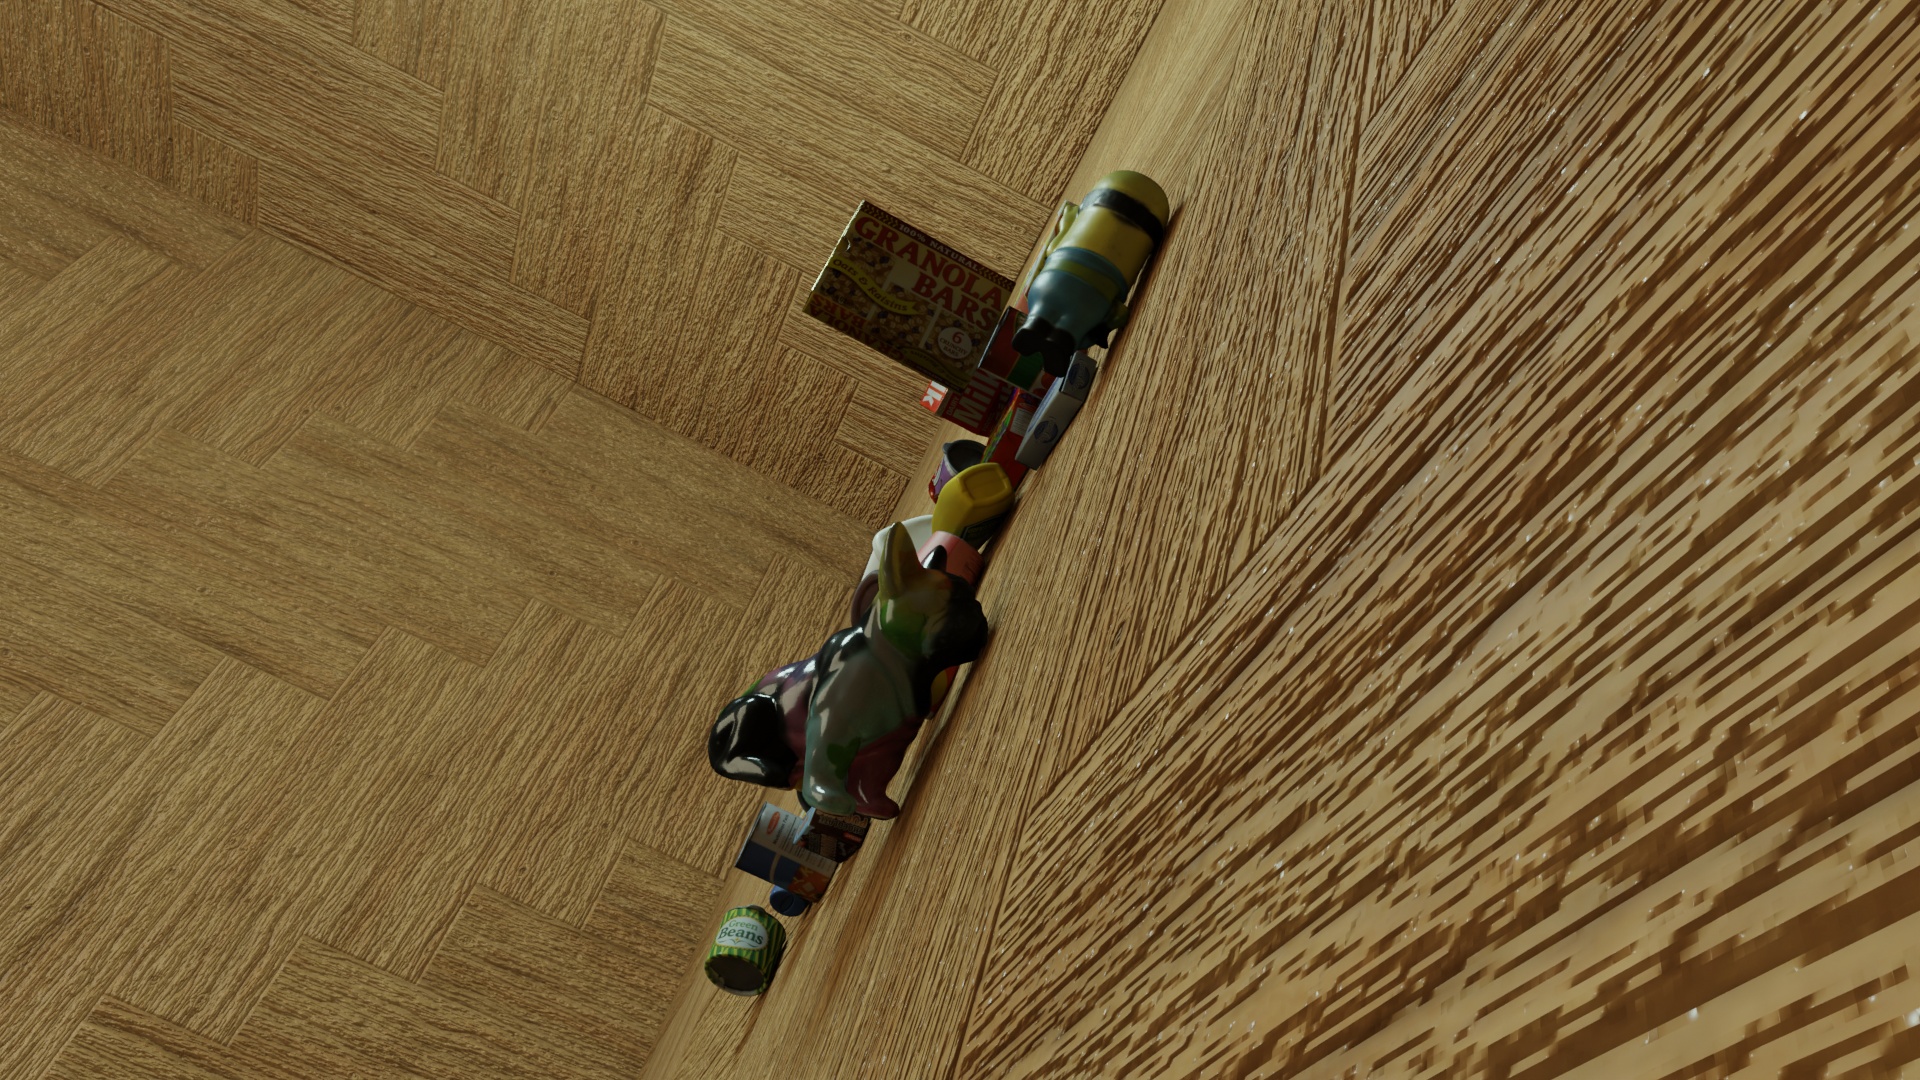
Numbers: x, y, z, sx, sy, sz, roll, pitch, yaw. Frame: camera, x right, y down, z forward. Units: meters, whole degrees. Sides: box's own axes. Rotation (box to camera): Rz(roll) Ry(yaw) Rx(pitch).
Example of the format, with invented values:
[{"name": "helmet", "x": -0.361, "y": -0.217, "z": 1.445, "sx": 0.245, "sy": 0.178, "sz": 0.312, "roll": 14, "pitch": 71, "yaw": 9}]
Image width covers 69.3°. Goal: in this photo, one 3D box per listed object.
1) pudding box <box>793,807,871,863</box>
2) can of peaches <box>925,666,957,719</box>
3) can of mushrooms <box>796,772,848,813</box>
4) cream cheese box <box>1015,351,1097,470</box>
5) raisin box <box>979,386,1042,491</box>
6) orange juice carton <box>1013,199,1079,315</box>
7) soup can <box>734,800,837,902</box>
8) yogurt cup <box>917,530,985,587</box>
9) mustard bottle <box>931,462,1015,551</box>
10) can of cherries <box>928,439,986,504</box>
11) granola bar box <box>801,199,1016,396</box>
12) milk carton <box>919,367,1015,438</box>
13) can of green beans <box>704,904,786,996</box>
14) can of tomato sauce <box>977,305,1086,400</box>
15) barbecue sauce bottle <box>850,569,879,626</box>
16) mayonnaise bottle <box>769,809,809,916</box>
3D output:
[{"name": "pudding box", "x": -0.113, "y": 0.252, "z": 1.209, "sx": 0.083, "sy": 0.050, "sz": 0.030, "roll": 126, "pitch": 168, "yaw": -62}, {"name": "can of peaches", "x": -0.037, "y": 0.103, "z": 1.132, "sx": 0.071, "sy": 0.058, "sz": 0.071, "roll": -63, "pitch": 4, "yaw": 9}, {"name": "can of mushrooms", "x": -0.123, "y": 0.229, "z": 1.311, "sx": 0.071, "sy": 0.071, "sz": 0.033, "roll": -64, "pitch": 3, "yaw": -1}, {"name": "cream cheese box", "x": 0.081, "y": -0.110, "z": 1.186, "sx": 0.103, "sy": 0.024, "sz": 0.054, "roll": -58, "pitch": 8, "yaw": 52}, {"name": "raisin box", "x": 0.055, "y": -0.103, "z": 1.341, "sx": 0.124, "sy": 0.040, "sz": 0.085, "roll": -72, "pitch": 8, "yaw": -50}, {"name": "orange juice carton", "x": 0.100, "y": -0.251, "z": 1.421, "sx": 0.194, "sy": 0.073, "sz": 0.071, "roll": -68, "pitch": 6, "yaw": -34}, {"name": "soup can", "x": -0.159, "y": 0.292, "z": 1.294, "sx": 0.071, "sy": 0.084, "sz": 0.071, "roll": -63, "pitch": 5, "yaw": 9}, {"name": "yogurt cup", "x": -0.014, "y": 0.028, "z": 1.256, "sx": 0.054, "sy": 0.072, "sz": 0.072, "roll": -57, "pitch": 3, "yaw": -17}, {"name": "mustard bottle", "x": 0.005, "y": -0.016, "z": 1.303, "sx": 0.065, "sy": 0.049, "sz": 0.159, "roll": -20, "pitch": -19, "yaw": -21}, {"name": "can of cherries", "x": 0.003, "y": -0.069, "z": 1.518, "sx": 0.058, "sy": 0.071, "sz": 0.072, "roll": -60, "pitch": 6, "yaw": 43}, {"name": "granola bar box", "x": -0.045, "y": -0.225, "z": 1.282, "sx": 0.125, "sy": 0.165, "sz": 0.039, "roll": -67, "pitch": 8, "yaw": -31}, {"name": "milk carton", "x": 0.018, "y": -0.152, "z": 1.443, "sx": 0.072, "sy": 0.073, "sz": 0.191, "roll": -63, "pitch": -15, "yaw": 7}, {"name": "can of green beans", "x": -0.211, "y": 0.403, "z": 1.362, "sx": 0.071, "sy": 0.071, "sz": 0.058, "roll": -60, "pitch": 7, "yaw": 37}, {"name": "can of tomato sauce", "x": 0.068, "y": -0.174, "z": 1.300, "sx": 0.071, "sy": 0.083, "sz": 0.071, "roll": -63, "pitch": 5, "yaw": 10}, {"name": "barbecue sauce bottle", "x": -0.054, "y": 0.058, "z": 1.337, "sx": 0.149, "sy": 0.044, "sz": 0.064, "roll": 0, "pitch": -68, "yaw": -69}, {"name": "mayonnaise bottle", "x": -0.151, "y": 0.305, "z": 1.378, "sx": 0.064, "sy": 0.041, "sz": 0.149, "roll": -59, "pitch": 6, "yaw": 33}]
